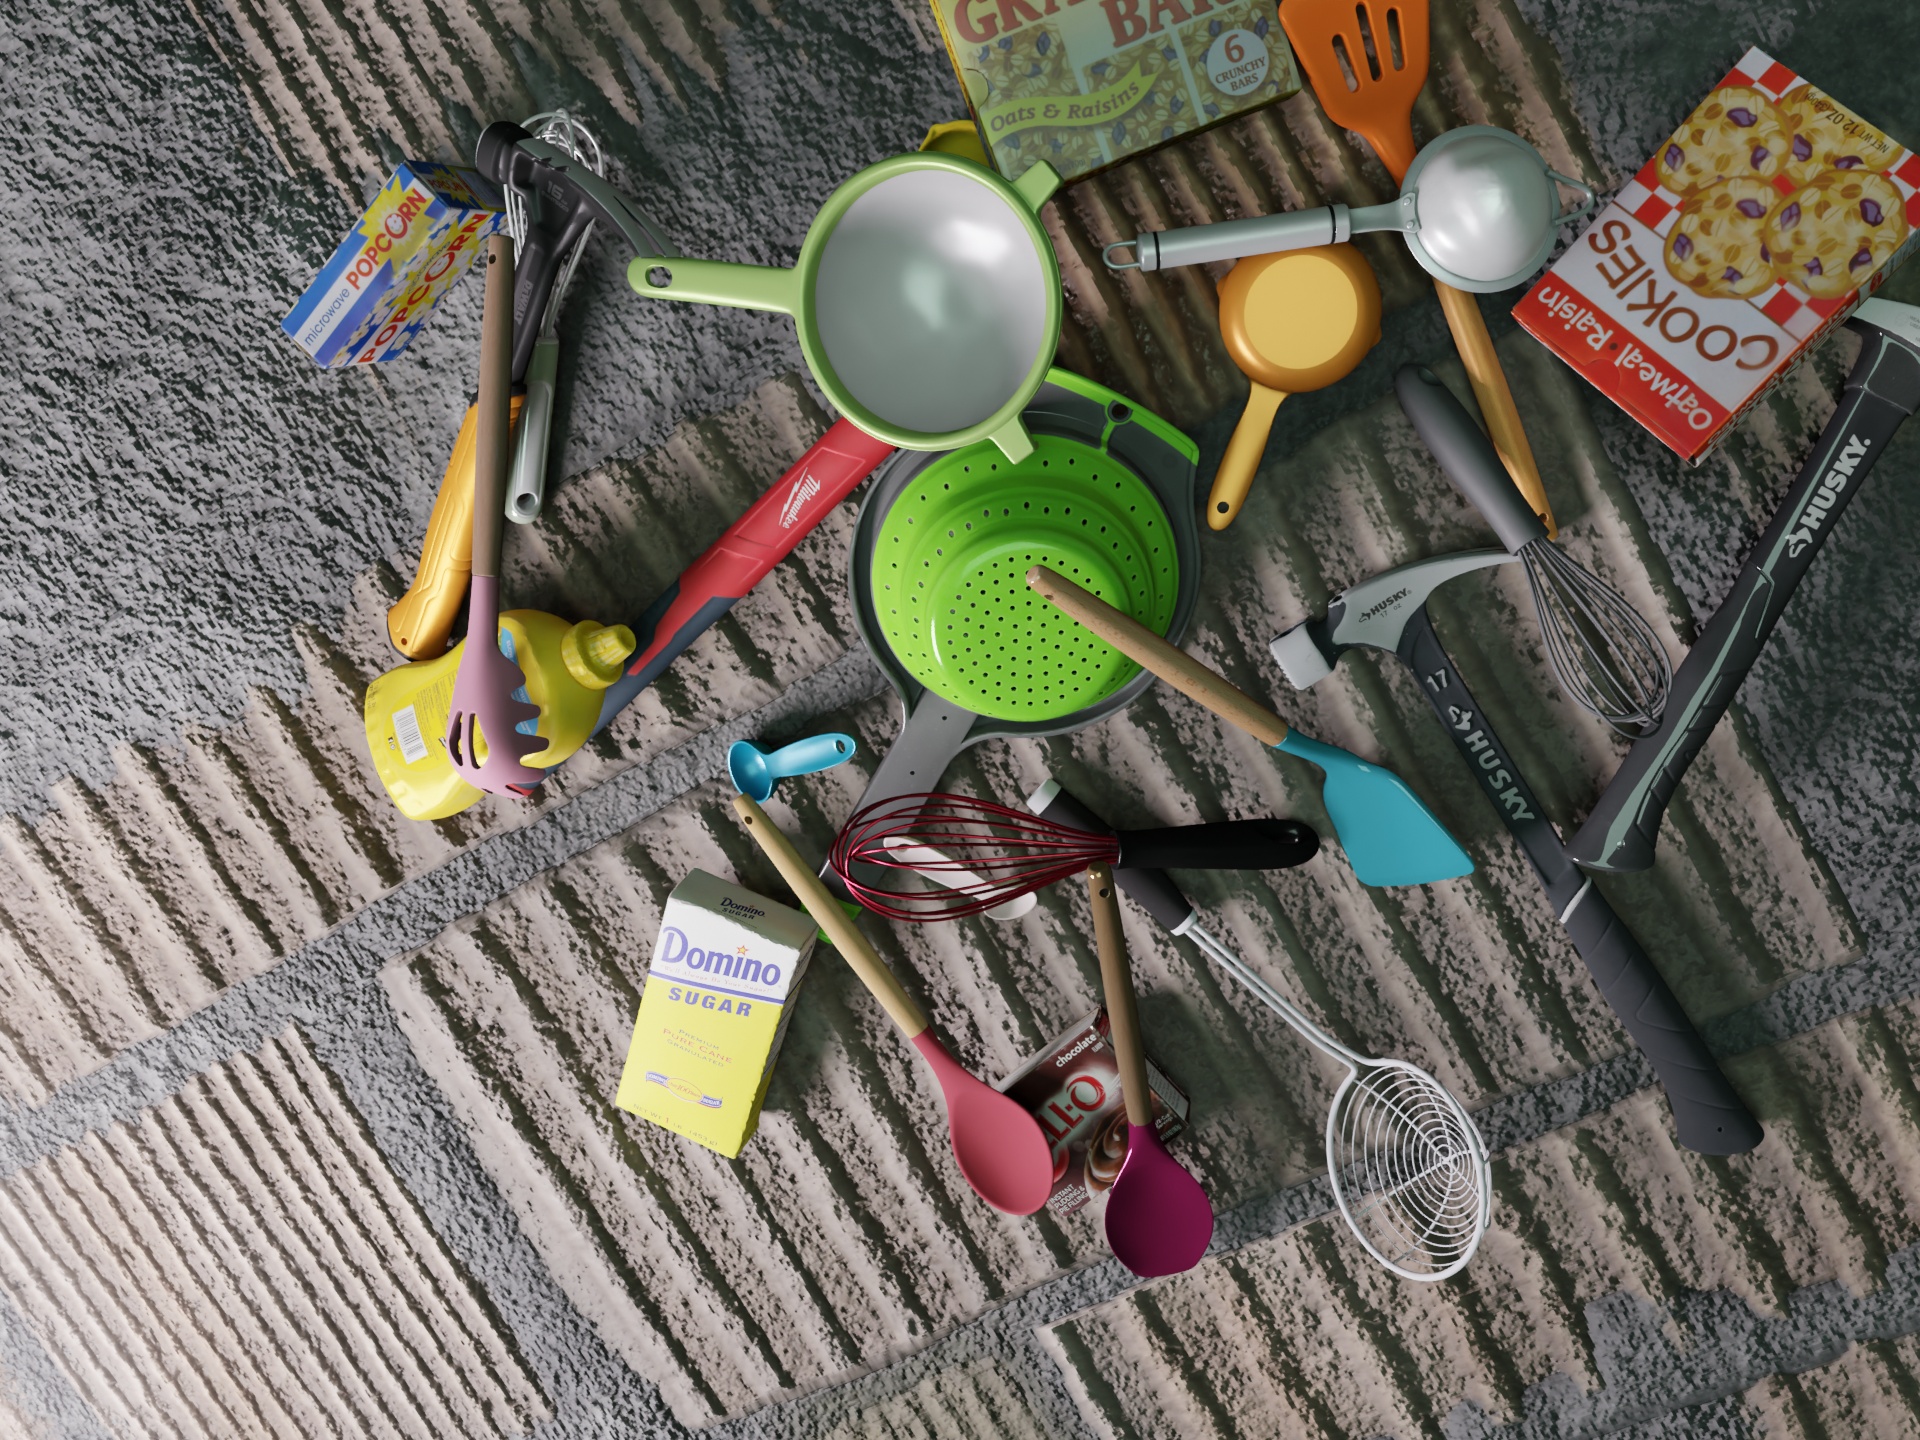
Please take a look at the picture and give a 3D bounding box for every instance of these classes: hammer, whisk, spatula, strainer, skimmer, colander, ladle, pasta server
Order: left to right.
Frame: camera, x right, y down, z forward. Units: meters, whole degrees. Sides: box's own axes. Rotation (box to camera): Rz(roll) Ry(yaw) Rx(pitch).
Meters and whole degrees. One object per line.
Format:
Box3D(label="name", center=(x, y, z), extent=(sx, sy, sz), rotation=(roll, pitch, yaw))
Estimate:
Box3D(label="pasta server", center=(-0.261, -0.109, 0.895), extent=(0.060, 0.040, 0.316), rotation=(9, 99, 21))
Box3D(label="hammer", center=(-0.273, -0.167, 0.939), extent=(0.127, 0.034, 0.336), rotation=(37, 120, 14))
Box3D(label="whisk", center=(-0.250, -0.235, 0.945), extent=(0.057, 0.059, 0.246), rotation=(-1, 115, -31))
Box3D(label="hammer", center=(-0.142, -0.071, 0.972), extent=(0.386, 0.038, 0.143), rotation=(-41, 96, 18))
Box3D(label="strainer", center=(-0.057, -0.233, 0.868), extent=(0.256, 0.069, 0.151), rotation=(12, 110, 20))
Box3D(label="ladle", center=(-0.043, 0.173, 0.984), extent=(0.069, 0.031, 0.315), rotation=(-34, 95, 28))
Box3D(label="colander", center=(-0.001, -0.003, 0.917), extent=(0.204, 0.095, 0.397), rotation=(26, 114, -12))
Box3D(label="whisk", center=(0.070, 0.076, 0.918), extent=(0.295, 0.073, 0.073), rotation=(-1, 106, -14))
Box3D(label="skimmer", center=(0.168, 0.179, 0.952), extent=(0.363, 0.090, 0.127), rotation=(42, 140, 0))
Box3D(label="spatula", center=(0.155, 0.005, 0.868), extent=(0.317, 0.044, 0.082), rotation=(30, 153, -27))
Box3D(label="strainer", center=(0.201, -0.254, 0.811), extent=(0.258, 0.050, 0.087), rotation=(-8, 90, 3))
Box3D(label="spatula", center=(0.260, -0.242, 0.846), extent=(0.081, 0.041, 0.322), rotation=(-24, 101, 4))
Box3D(label="whisk", center=(0.299, -0.094, 0.845), extent=(0.055, 0.055, 0.239), rotation=(-35, 74, 17))
Box3D(label="hammer", center=(0.350, 0.084, 0.921), extent=(0.149, 0.036, 0.409), rotation=(-32, 97, 16))
Box3D(label="hammer", center=(0.419, -0.066, 0.848), extent=(0.146, 0.035, 0.334), rotation=(28, 101, 3))

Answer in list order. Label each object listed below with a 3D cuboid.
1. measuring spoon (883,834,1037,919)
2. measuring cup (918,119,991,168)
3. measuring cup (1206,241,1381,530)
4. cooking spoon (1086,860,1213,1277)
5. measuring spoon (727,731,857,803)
Box3D(label="measuring spoon", center=(-0.001, 0.090, 0.968), extent=(0.034, 0.018, 0.124), rotation=(-38, 131, 26))
Box3D(label="measuring cup", center=(-0.036, -0.279, 0.902), extent=(0.156, 0.029, 0.062), rotation=(-31, 97, 19))
Box3D(label="measuring cup", center=(0.170, -0.183, 0.873), extent=(0.095, 0.052, 0.173), rotation=(21, 106, 5))
Box3D(label="cooking spoon", center=(0.105, 0.218, 0.954), extent=(0.069, 0.017, 0.318), rotation=(-11, 118, 2))
Box3D(label="measuring spoon", center=(-0.098, 0.022, 0.970), extent=(0.128, 0.021, 0.042), rotation=(-15, 97, 47))
